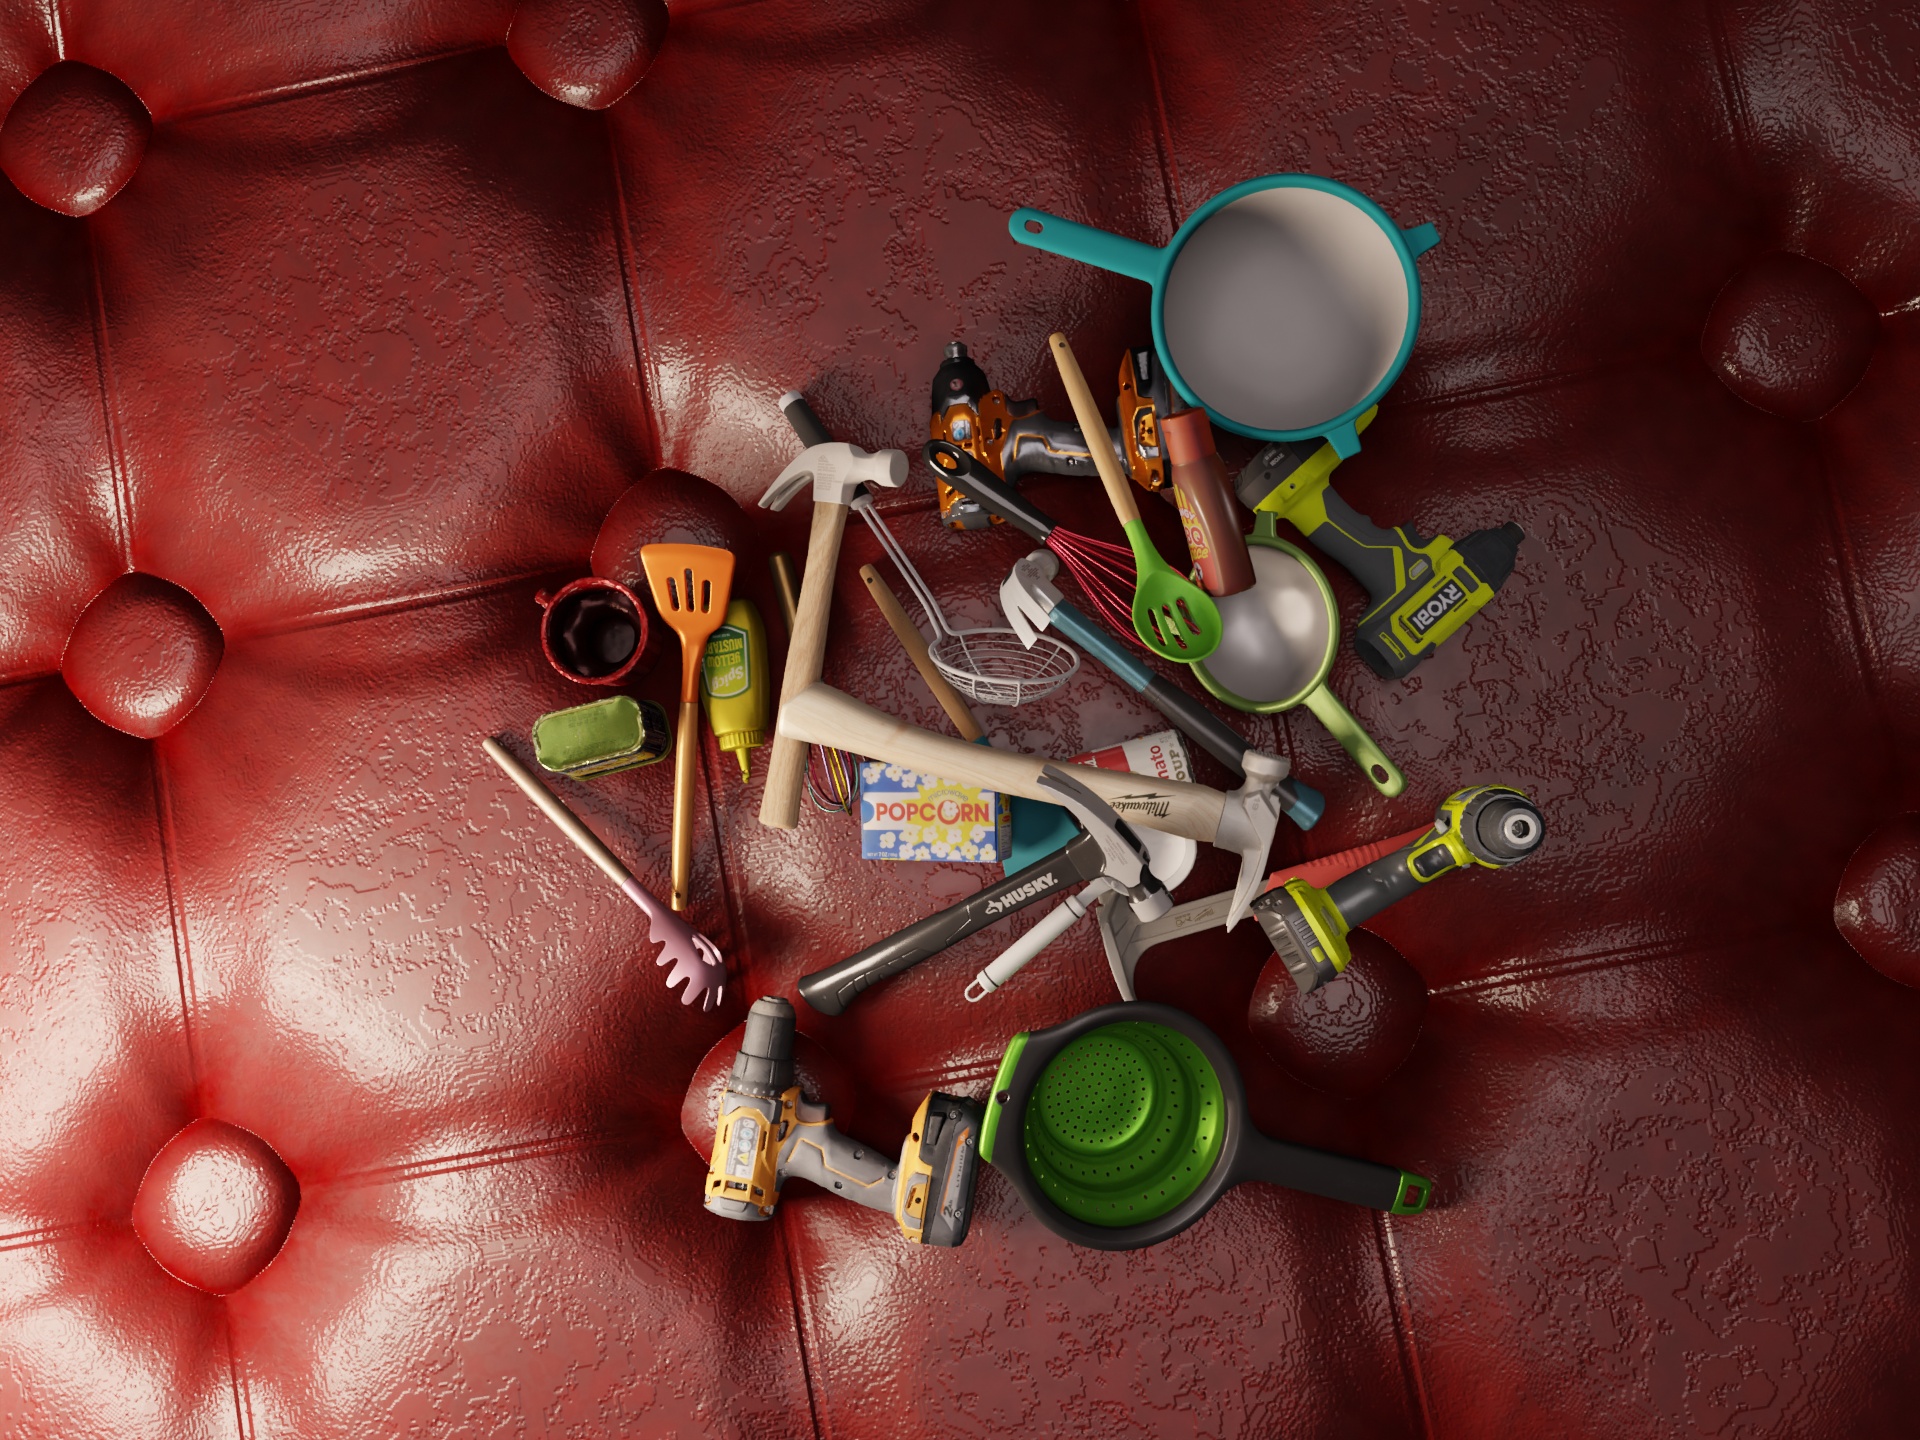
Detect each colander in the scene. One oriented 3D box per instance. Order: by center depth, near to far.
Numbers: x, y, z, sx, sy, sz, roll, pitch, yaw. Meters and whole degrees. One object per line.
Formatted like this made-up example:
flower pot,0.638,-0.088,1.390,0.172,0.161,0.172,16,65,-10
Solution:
colander,0.201,0.343,1.327,0.397,0.094,0.204,17,91,-13

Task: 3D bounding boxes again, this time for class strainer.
strainer,0.205,-0.352,1.312,0.340,0.095,0.211,20,96,9
strainer,0.295,-0.044,1.331,0.256,0.069,0.151,53,128,17
strainer,0.101,0.149,1.331,0.258,0.050,0.086,-41,102,4

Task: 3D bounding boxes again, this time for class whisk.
whisk,0.091,-0.146,1.329,0.296,0.073,0.073,35,88,0
whisk,-0.131,-0.032,1.396,0.051,0.047,0.245,-22,77,30

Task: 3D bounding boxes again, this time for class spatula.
spatula,-0.236,0.009,1.362,0.081,0.041,0.322,5,100,3
spatula,-0.002,-0.004,1.382,0.082,0.044,0.317,-36,82,21

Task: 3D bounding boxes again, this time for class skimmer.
skimmer,-0.037,-0.159,1.374,0.363,0.127,0.090,55,132,11

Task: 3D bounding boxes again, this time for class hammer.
hammer,0.050,0.053,1.296,0.410,0.038,0.146,13,96,7
hammer,-0.002,0.160,1.306,0.335,0.035,0.146,-30,102,25
hammer,0.169,-0.024,1.336,0.331,0.128,0.033,39,118,5
hammer,0.297,0.149,1.354,0.359,0.036,0.149,-16,84,2
hammer,-0.131,-0.073,1.358,0.130,0.031,0.331,10,90,30

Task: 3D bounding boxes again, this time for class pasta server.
pasta server,-0.313,0.128,1.390,0.316,0.060,0.040,43,107,12

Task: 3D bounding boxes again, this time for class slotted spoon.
slotted spoon,0.134,-0.184,1.303,0.070,0.031,0.314,-17,74,-11

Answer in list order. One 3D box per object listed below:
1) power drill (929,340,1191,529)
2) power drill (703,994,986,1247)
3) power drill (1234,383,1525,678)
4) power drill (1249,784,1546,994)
power drill,0.085,-0.263,1.382,0.226,0.084,0.164,-9,84,7
power drill,-0.095,0.339,1.343,0.226,0.084,0.185,8,84,9
power drill,0.359,-0.170,1.360,0.171,0.080,0.223,-41,87,-5
power drill,0.346,0.123,1.243,0.228,0.190,0.080,-31,84,6
